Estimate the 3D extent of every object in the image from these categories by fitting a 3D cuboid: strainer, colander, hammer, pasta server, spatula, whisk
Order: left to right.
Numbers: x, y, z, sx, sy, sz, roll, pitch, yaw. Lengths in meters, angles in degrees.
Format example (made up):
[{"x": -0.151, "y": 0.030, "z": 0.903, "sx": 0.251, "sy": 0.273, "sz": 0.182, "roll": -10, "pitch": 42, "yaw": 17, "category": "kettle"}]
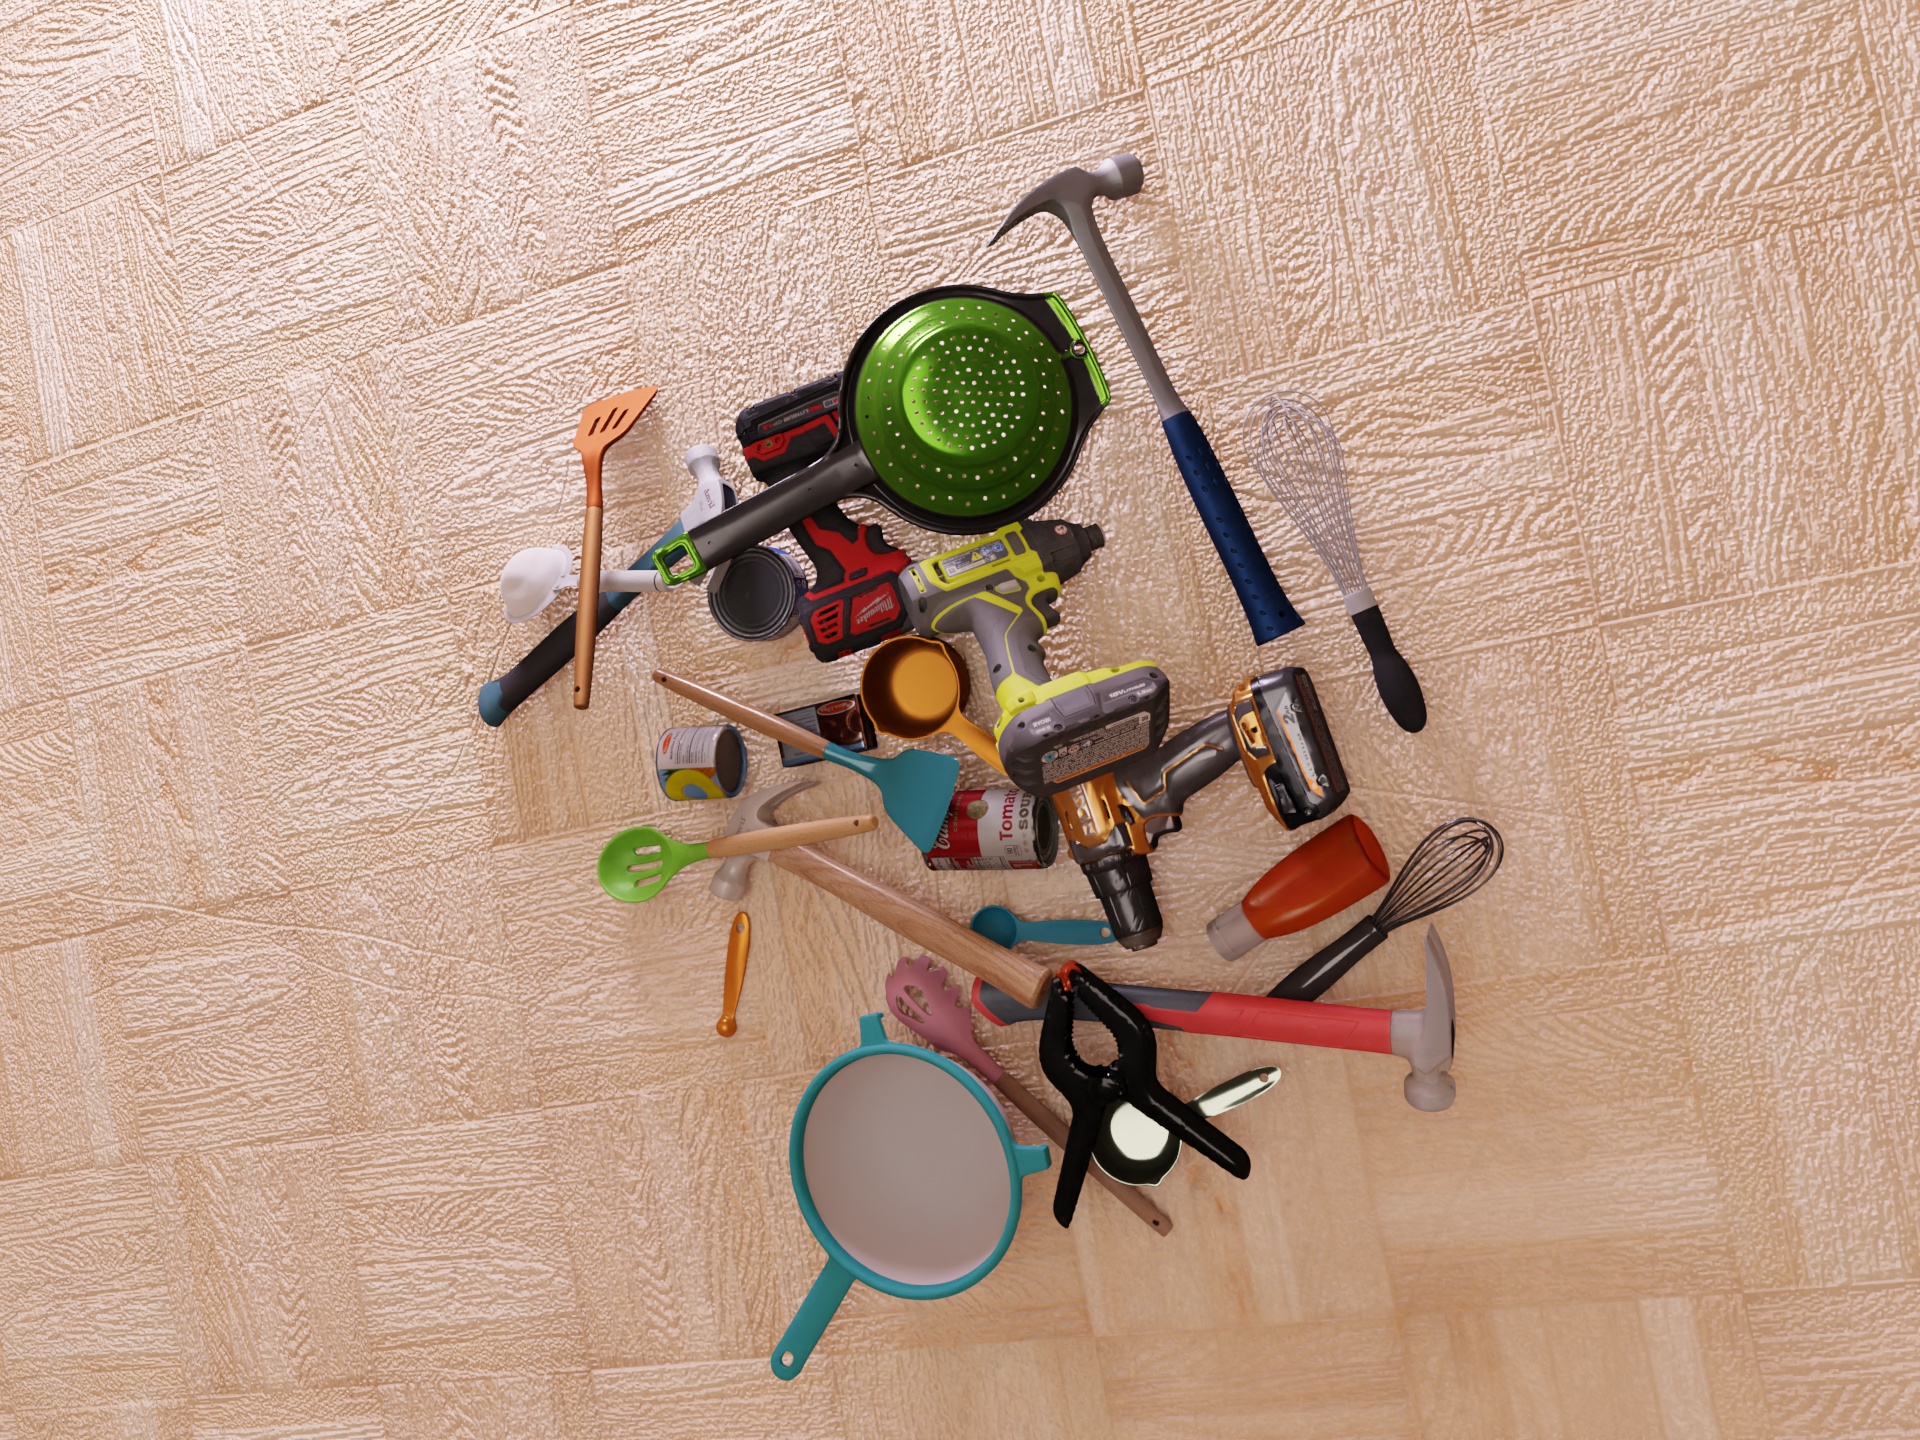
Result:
[{"x": -0.338, "y": -0.126, "z": 1.415, "sx": 0.258, "sy": 0.050, "sz": 0.087, "roll": 4, "pitch": 61, "yaw": 35, "category": "strainer"}, {"x": -0.313, "y": -0.157, "z": 1.381, "sx": 0.081, "sy": 0.041, "sz": 0.323, "roll": -11, "pitch": 66, "yaw": 22, "category": "spatula"}, {"x": -0.323, "y": -0.103, "z": 1.440, "sx": 0.331, "sy": 0.033, "sz": 0.128, "roll": -37, "pitch": 55, "yaw": 21, "category": "hammer"}, {"x": -0.139, "y": 0.015, "z": 1.351, "sx": 0.318, "sy": 0.044, "sz": 0.082, "roll": 22, "pitch": 100, "yaw": 21, "category": "spatula"}, {"x": -0.068, "y": -0.213, "z": 1.256, "sx": 0.397, "sy": 0.094, "sz": 0.204, "roll": -28, "pitch": 93, "yaw": -1, "category": "colander"}, {"x": -0.066, "y": 0.152, "z": 1.346, "sx": 0.331, "sy": 0.031, "sz": 0.130, "roll": 25, "pitch": 99, "yaw": 26, "category": "hammer"}, {"x": -0.061, "y": 0.417, "z": 1.347, "sx": 0.211, "sy": 0.095, "sz": 0.340, "roll": 35, "pitch": 108, "yaw": 19, "category": "strainer"}, {"x": 0.055, "y": 0.316, "z": 1.336, "sx": 0.316, "sy": 0.040, "sz": 0.060, "roll": 41, "pitch": 104, "yaw": 10, "category": "pasta server"}, {"x": 0.159, "y": -0.247, "z": 1.251, "sx": 0.144, "sy": 0.035, "sz": 0.405, "roll": -25, "pitch": 88, "yaw": -22, "category": "hammer"}, {"x": 0.187, "y": 0.216, "z": 1.251, "sx": 0.386, "sy": 0.038, "sz": 0.143, "roll": 1, "pitch": 110, "yaw": 25, "category": "hammer"}, {"x": 0.294, "y": -0.121, "z": 1.224, "sx": 0.070, "sy": 0.070, "sz": 0.284, "roll": -24, "pitch": 88, "yaw": 19, "category": "whisk"}, {"x": 0.318, "y": 0.158, "z": 1.226, "sx": 0.239, "sy": 0.055, "sz": 0.055, "roll": -45, "pitch": 78, "yaw": 20, "category": "whisk"}]

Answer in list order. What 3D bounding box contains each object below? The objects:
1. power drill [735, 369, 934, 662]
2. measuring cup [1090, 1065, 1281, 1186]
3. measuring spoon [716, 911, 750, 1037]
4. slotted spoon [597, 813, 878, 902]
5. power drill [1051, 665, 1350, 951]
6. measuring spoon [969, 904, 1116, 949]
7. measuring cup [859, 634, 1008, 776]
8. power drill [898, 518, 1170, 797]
[{"x": -0.093, "y": -0.172, "z": 1.340, "sx": 0.143, "sy": 0.078, "sz": 0.219, "roll": -21, "pitch": 90, "yaw": 0, "category": "power drill"}, {"x": 0.183, "y": 0.315, "z": 1.286, "sx": 0.167, "sy": 0.038, "sz": 0.083, "roll": -28, "pitch": 83, "yaw": 10, "category": "measuring cup"}, {"x": -0.205, "y": 0.229, "z": 1.431, "sx": 0.021, "sy": 0.011, "sz": 0.117, "roll": 11, "pitch": 95, "yaw": 19, "category": "measuring spoon"}, {"x": -0.197, "y": 0.111, "z": 1.382, "sx": 0.314, "sy": 0.031, "sz": 0.070, "roll": -12, "pitch": 74, "yaw": 34, "category": "slotted spoon"}, {"x": 0.187, "y": 0.070, "z": 1.254, "sx": 0.226, "sy": 0.084, "sz": 0.185, "roll": -21, "pitch": 85, "yaw": 23, "category": "power drill"}, {"x": 0.073, "y": 0.176, "z": 1.332, "sx": 0.128, "sy": 0.021, "sz": 0.042, "roll": 0, "pitch": 91, "yaw": 10, "category": "measuring spoon"}, {"x": -0.002, "y": -0.004, "z": 1.334, "sx": 0.173, "sy": 0.052, "sz": 0.095, "roll": 37, "pitch": 105, "yaw": 8, "category": "measuring cup"}, {"x": 0.068, "y": -0.063, "z": 1.242, "sx": 0.171, "sy": 0.080, "sz": 0.223, "roll": -21, "pitch": 54, "yaw": -8, "category": "power drill"}]
